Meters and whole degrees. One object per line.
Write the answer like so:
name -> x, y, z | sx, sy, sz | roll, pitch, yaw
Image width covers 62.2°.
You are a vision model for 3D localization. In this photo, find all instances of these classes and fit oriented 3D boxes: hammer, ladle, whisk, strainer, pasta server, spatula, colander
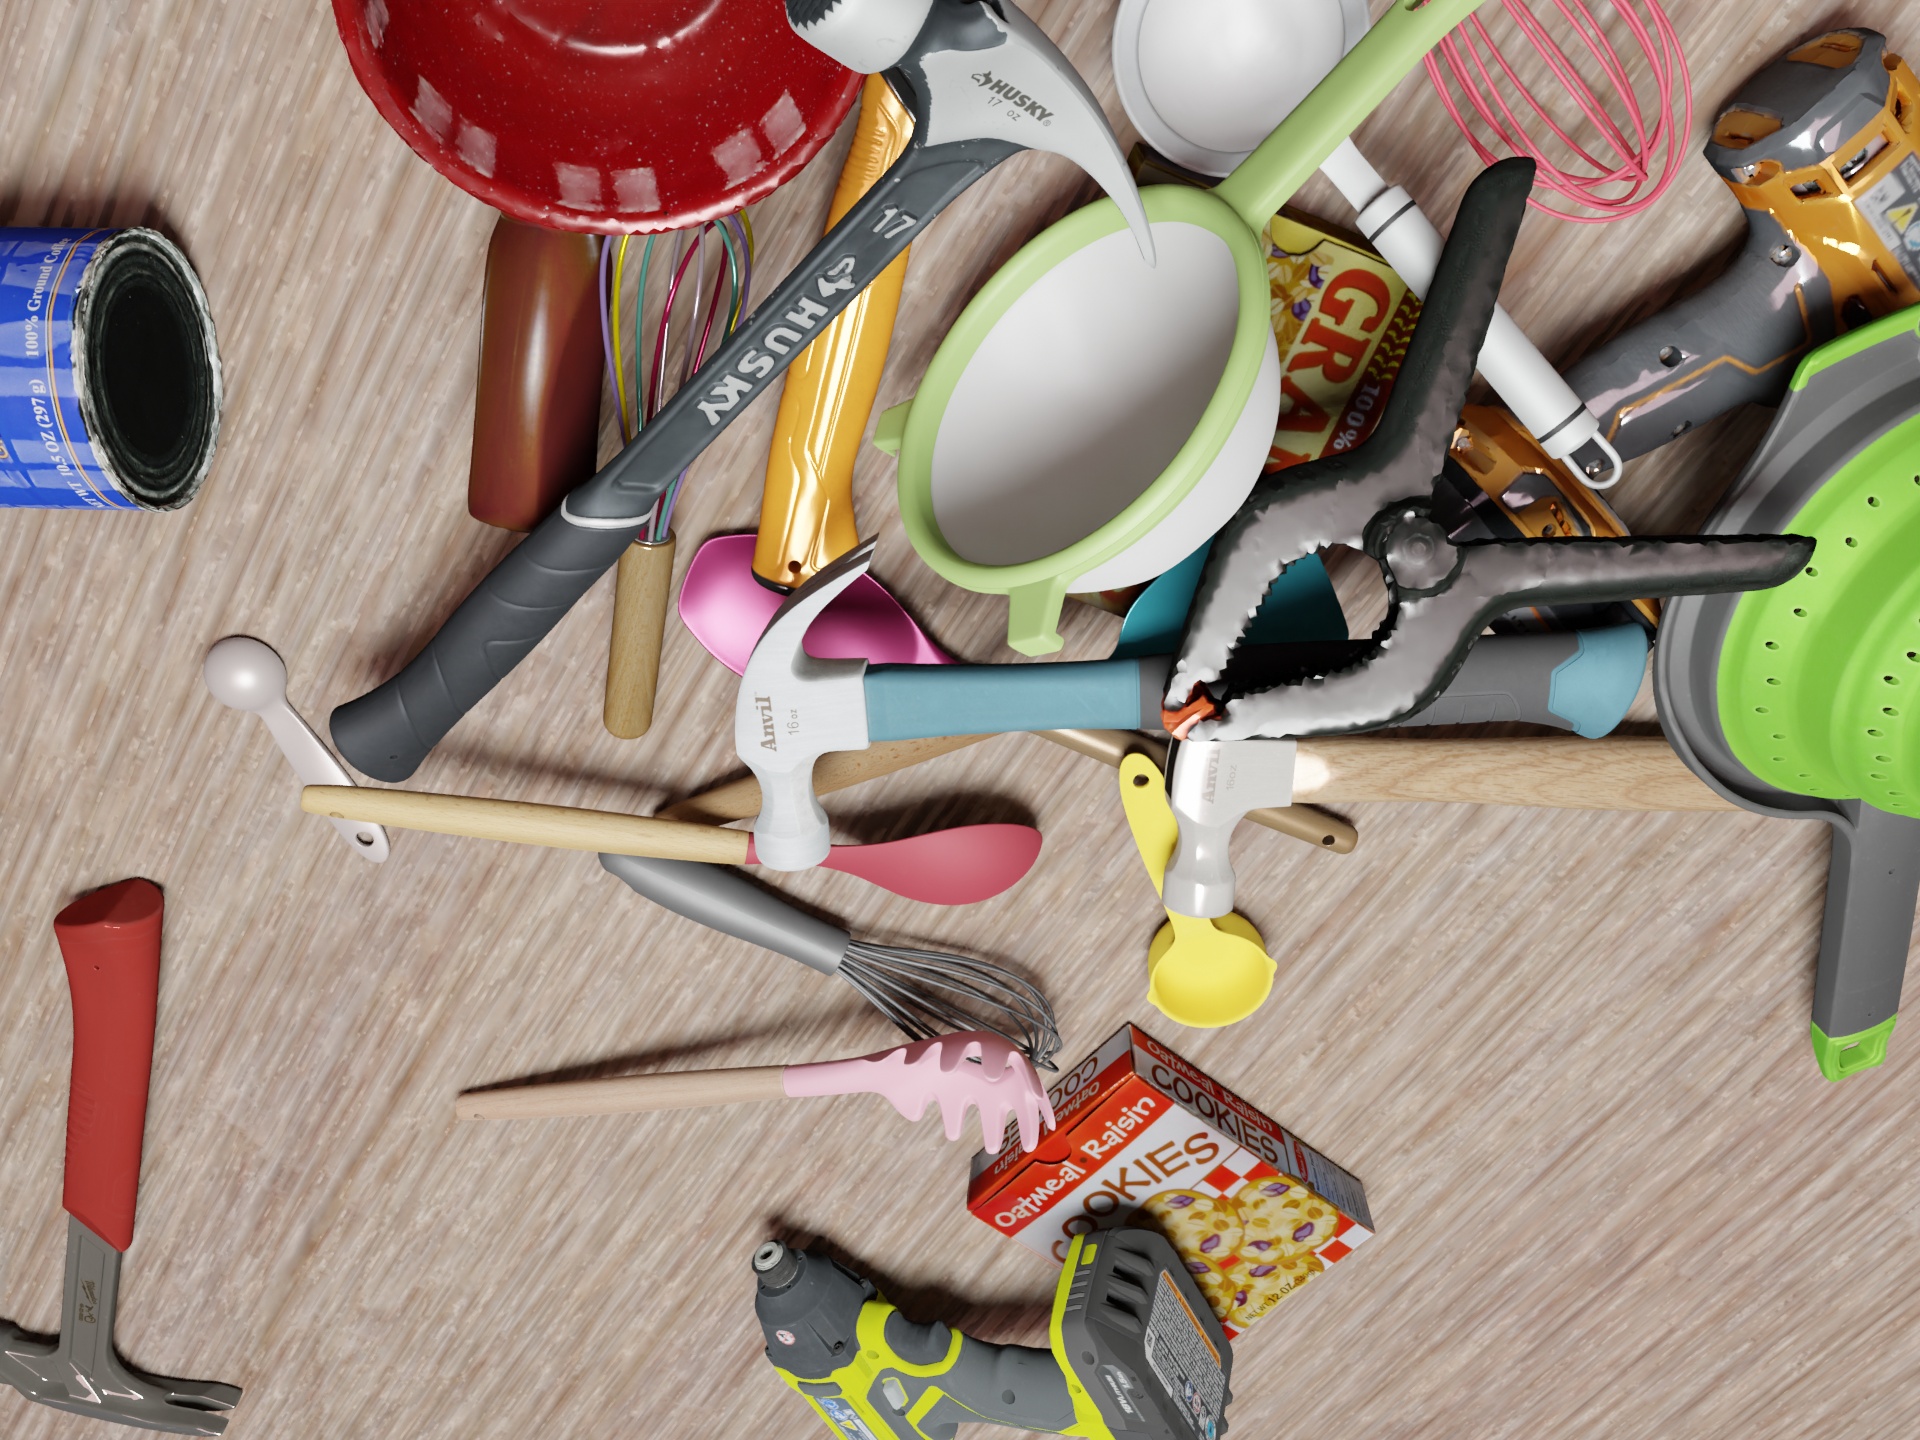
hammer -> 0.080, -0.010, 0.590 | 0.331, 0.033, 0.128 | -2, 115, 5
ladle -> -0.118, 0.050, 0.685 | 0.315, 0.031, 0.069 | 7, 150, -10
hammer -> -0.108, -0.085, 0.555 | 0.149, 0.036, 0.409 | 14, 140, -43
whisk -> 0.142, -0.284, 0.516 | 0.073, 0.073, 0.295 | -38, 105, 19
strainer -> 0.139, -0.179, 0.545 | 0.087, 0.050, 0.258 | -40, 89, 17
whisk -> -0.115, -0.091, 0.621 | 0.051, 0.047, 0.244 | 27, 127, 16
pasta server -> -0.106, 0.177, 0.744 | 0.316, 0.040, 0.060 | -9, 129, 20
hammer -> 0.253, 0.020, 0.680 | 0.331, 0.031, 0.130 | 1, 106, -5
strainer -> 0.089, -0.136, 0.527 | 0.256, 0.152, 0.069 | -46, 132, 13
spatula -> -0.001, -0.002, 0.661 | 0.317, 0.044, 0.082 | -18, 125, 26
hammer -> -0.034, -0.201, 0.567 | 0.127, 0.034, 0.336 | 13, 116, -7
colander -> 0.383, 0.033, 0.611 | 0.204, 0.095, 0.396 | -20, 127, -3
whisk -> -0.058, 0.109, 0.737 | 0.239, 0.055, 0.055 | 26, 116, -9
hammer -> -0.430, 0.234, 0.814 | 0.149, 0.037, 0.359 | 17, 118, -8

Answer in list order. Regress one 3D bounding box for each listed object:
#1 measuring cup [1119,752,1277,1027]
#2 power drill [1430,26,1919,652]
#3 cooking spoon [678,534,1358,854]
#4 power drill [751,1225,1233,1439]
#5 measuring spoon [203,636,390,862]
measuring cup -> 0.099, 0.073, 0.723 | 0.062, 0.029, 0.156 | -17, 117, 9
power drill -> 0.291, -0.109, 0.598 | 0.185, 0.084, 0.226 | 40, 108, -21
cooking spoon -> 0.032, -0.003, 0.690 | 0.318, 0.017, 0.068 | 22, 114, -10
power drill -> 0.009, 0.321, 0.807 | 0.223, 0.080, 0.171 | -13, 122, 29
measuring spoon -> -0.292, 0.018, 0.705 | 0.034, 0.018, 0.124 | -21, 117, 12
